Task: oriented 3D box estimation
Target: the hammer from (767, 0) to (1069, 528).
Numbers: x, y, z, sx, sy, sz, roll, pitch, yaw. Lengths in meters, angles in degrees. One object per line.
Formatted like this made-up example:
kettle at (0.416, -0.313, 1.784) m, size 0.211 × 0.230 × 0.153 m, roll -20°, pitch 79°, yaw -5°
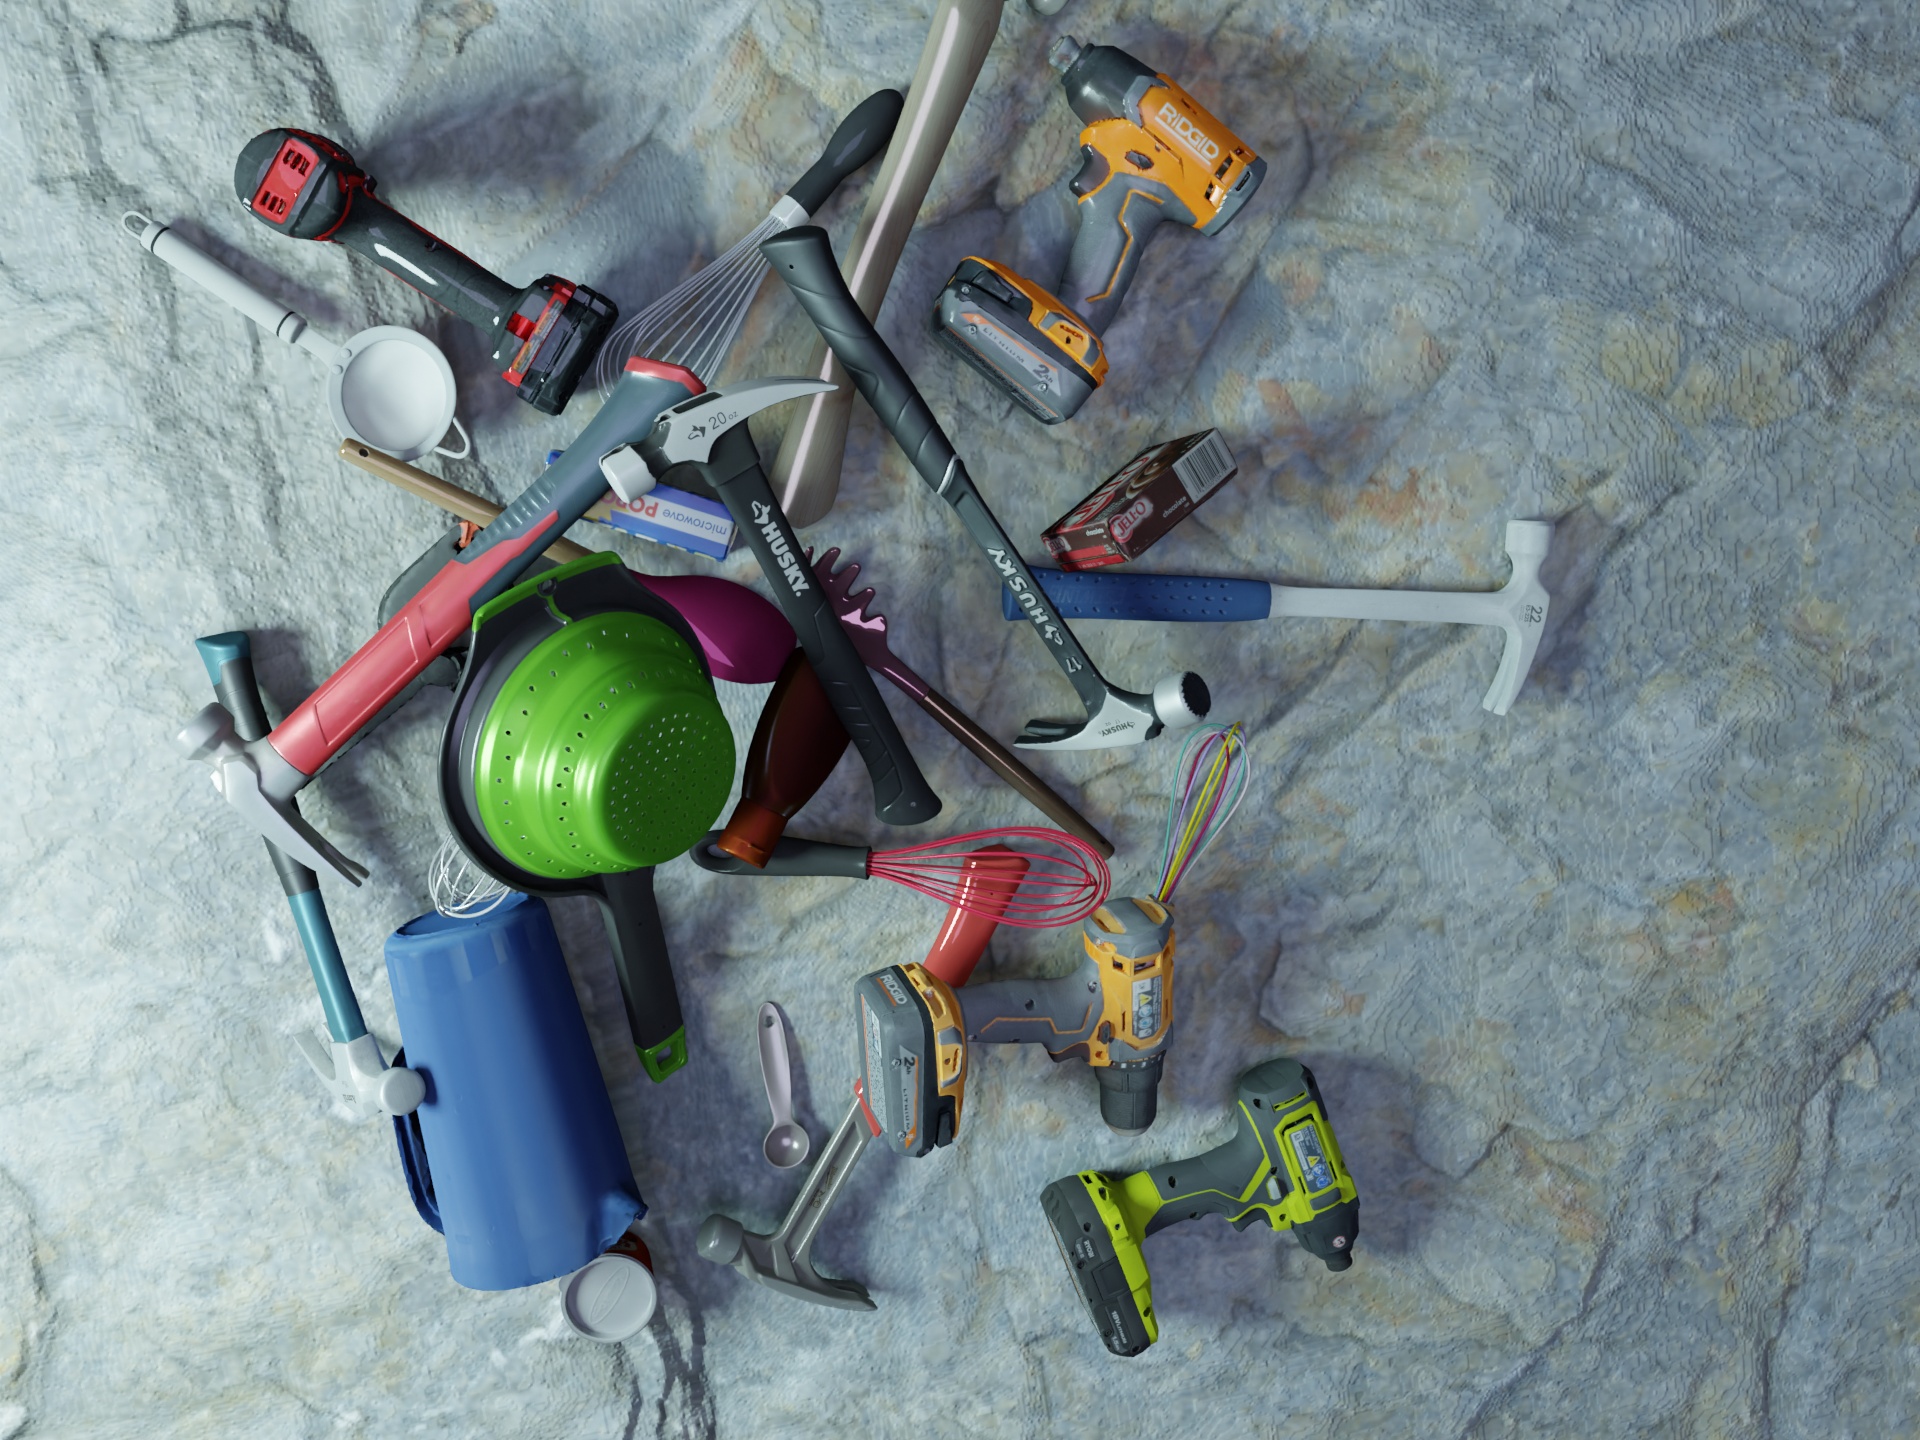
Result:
hammer at (-0.056, -0.325, 1.035) m, size 0.146 × 0.038 × 0.410 m, roll 14°, pitch 102°, yaw -39°

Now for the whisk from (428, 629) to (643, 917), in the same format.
whisk at (-0.274, 0.022, 1.053) m, size 0.058 × 0.059 × 0.246 m, roll 25°, pitch 76°, yaw 18°

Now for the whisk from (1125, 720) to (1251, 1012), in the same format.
whisk at (0.153, 0.112, 1.164) m, size 0.051 × 0.047 × 0.245 m, roll 19°, pitch 99°, yaw -13°

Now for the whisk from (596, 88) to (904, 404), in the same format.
whisk at (-0.134, -0.307, 1.040) m, size 0.070 × 0.070 × 0.284 m, roll 41°, pitch 86°, yaw -13°

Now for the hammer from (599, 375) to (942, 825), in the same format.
hammer at (-0.088, -0.064, 1.026) m, size 0.146 × 0.035 × 0.334 m, roll -34°, pitch 121°, yaw -12°

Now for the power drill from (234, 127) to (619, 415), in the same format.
power drill at (-0.325, -0.281, 0.976) m, size 0.219 × 0.143 × 0.078 m, roll 30°, pitch 98°, yaw -19°

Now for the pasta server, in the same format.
pasta server at (-0.002, -0.004, 1.121) m, size 0.316 × 0.040 × 0.060 m, roll 41°, pitch 49°, yaw -15°

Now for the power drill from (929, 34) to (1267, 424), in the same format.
power drill at (0.078, -0.331, 1.058) m, size 0.164 × 0.084 × 0.226 m, roll 37°, pitch 88°, yaw -13°

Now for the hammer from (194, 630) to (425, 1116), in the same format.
hammer at (-0.434, 0.099, 1.043) m, size 0.033 × 0.128 × 0.331 m, roll -19°, pitch 94°, yaw -41°

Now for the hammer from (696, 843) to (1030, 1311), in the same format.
hammer at (-0.043, 0.255, 1.153) m, size 0.149 × 0.037 × 0.359 m, roll 29°, pitch 91°, yaw -26°

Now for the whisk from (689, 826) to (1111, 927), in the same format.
whisk at (-0.044, 0.101, 1.097) m, size 0.296 × 0.073 × 0.073 m, roll 4°, pitch 99°, yaw 8°

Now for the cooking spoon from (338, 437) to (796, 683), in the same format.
cooking spoon at (-0.252, -0.107, 1.047) m, size 0.318 × 0.017 × 0.069 m, roll 25°, pitch 70°, yaw -20°

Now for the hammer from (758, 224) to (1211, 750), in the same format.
hammer at (0.000, -0.143, 1.041) m, size 0.408 × 0.149 × 0.036 m, roll 54°, pitch 44°, yaw -16°

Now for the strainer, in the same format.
strainer at (-0.417, -0.246, 1.012) m, size 0.258 × 0.050 × 0.087 m, roll 34°, pitch 100°, yaw -7°

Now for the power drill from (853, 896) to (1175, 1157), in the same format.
power drill at (0.047, 0.233, 1.114) m, size 0.226 × 0.084 × 0.185 m, roll -12°, pitch 116°, yaw -19°

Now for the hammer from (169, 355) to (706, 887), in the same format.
hammer at (-0.293, -0.069, 0.977) m, size 0.386 × 0.038 × 0.143 m, roll -43°, pitch 104°, yaw 2°

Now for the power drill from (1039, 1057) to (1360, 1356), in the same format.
power drill at (0.188, 0.376, 1.198) m, size 0.223 × 0.080 × 0.171 m, roll -23°, pitch 102°, yaw -8°

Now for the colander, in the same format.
colander at (-0.200, 0.094, 1.019) m, size 0.204 × 0.095 × 0.396 m, roll -33°, pitch 130°, yaw -37°

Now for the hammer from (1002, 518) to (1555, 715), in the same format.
hammer at (0.231, -0.080, 1.146) m, size 0.405 × 0.035 × 0.144 m, roll 1°, pitch 99°, yaw -9°

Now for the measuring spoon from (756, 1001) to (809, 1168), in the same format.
measuring spoon at (-0.134, 0.265, 1.160) m, size 0.034 × 0.018 × 0.124 m, roll -8°, pitch 94°, yaw -18°
